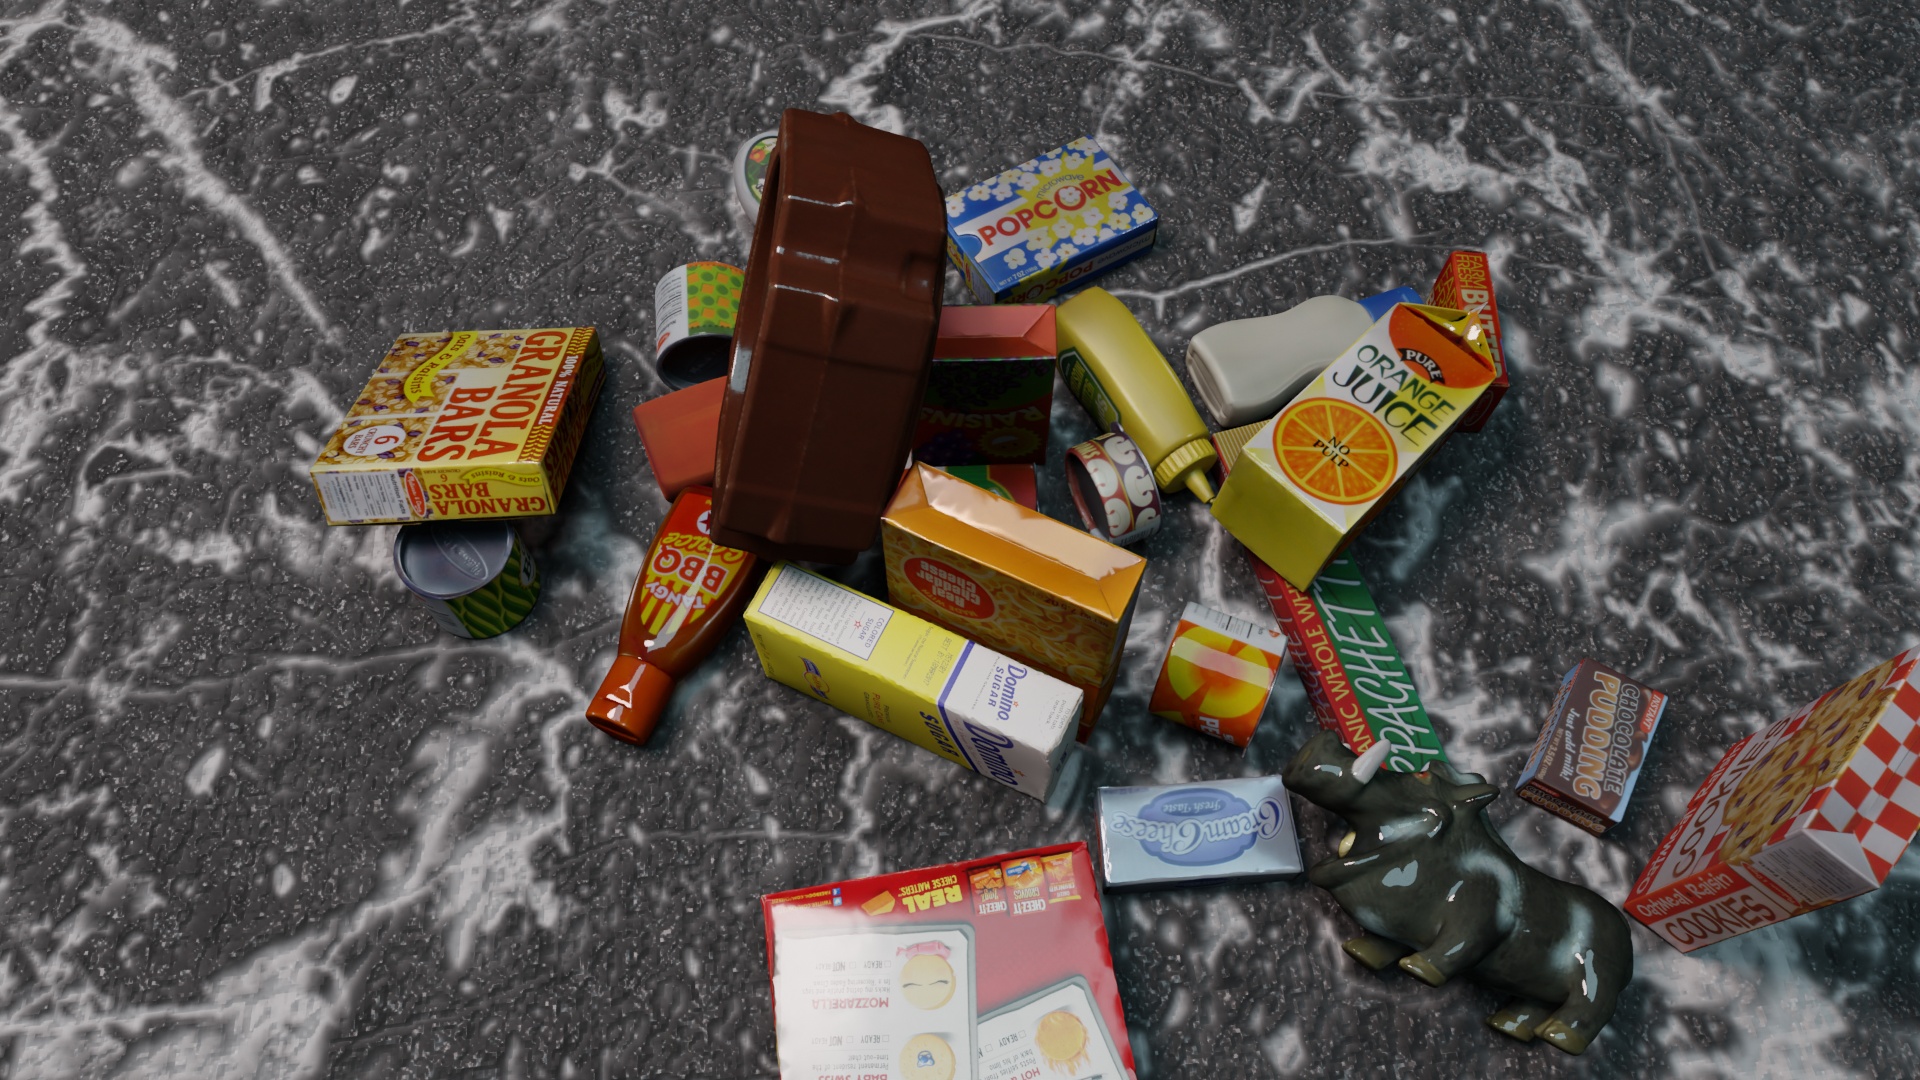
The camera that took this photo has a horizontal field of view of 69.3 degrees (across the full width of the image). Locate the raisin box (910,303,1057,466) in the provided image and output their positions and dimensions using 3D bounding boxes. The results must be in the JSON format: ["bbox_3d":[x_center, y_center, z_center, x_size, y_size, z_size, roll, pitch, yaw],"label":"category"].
[{"bbox_3d":[0.010,-0.088,0.810,0.086,0.123,0.040,-2,64,0],"label":"raisin box"}]

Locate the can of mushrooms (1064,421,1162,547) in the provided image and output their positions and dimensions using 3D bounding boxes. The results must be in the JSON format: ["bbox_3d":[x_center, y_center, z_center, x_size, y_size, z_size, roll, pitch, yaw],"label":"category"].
[{"bbox_3d":[0.088,-0.031,0.811,0.033,0.070,0.071,-21,64,-9],"label":"can of mushrooms"}]

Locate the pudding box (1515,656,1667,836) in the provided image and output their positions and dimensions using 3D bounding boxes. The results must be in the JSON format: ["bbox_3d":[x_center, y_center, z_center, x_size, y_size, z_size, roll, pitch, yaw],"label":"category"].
[{"bbox_3d":[0.344,0.112,0.756,0.050,0.030,0.084,29,66,13],"label":"pudding box"}]

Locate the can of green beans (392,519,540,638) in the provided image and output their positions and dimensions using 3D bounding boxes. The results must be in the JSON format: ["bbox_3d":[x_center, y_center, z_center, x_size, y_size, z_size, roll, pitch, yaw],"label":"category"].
[{"bbox_3d":[-0.280,0.015,0.793,0.071,0.057,0.071,0,62,0],"label":"can of green beans"}]

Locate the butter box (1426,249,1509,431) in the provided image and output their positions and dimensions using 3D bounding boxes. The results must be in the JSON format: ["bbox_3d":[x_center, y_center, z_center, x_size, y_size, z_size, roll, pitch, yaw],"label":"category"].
[{"bbox_3d":[0.316,-0.125,0.868,0.024,0.053,0.104,3,62,0],"label":"butter box"}]

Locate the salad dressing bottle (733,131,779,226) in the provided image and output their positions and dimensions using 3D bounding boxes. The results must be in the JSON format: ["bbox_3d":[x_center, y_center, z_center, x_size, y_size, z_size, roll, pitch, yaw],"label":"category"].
[{"bbox_3d":[-0.095,-0.208,0.918,0.064,0.043,0.148,-31,66,-16],"label":"salad dressing bottle"}]

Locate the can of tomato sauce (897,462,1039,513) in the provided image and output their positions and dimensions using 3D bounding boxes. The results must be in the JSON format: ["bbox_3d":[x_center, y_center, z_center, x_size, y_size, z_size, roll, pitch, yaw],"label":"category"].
[{"bbox_3d":[0.003,-0.010,0.799,0.083,0.071,0.071,-2,62,0],"label":"can of tomato sauce"}]

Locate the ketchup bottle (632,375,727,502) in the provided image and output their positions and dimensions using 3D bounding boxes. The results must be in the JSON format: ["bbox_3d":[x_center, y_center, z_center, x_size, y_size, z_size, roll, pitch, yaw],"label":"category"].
[{"bbox_3d":[-0.120,-0.077,0.849,0.149,0.043,0.065,-21,68,-11],"label":"ketchup bottle"}]

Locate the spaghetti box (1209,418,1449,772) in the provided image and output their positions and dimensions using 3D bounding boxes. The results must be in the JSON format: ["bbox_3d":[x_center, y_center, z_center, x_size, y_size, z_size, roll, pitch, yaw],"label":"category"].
[{"bbox_3d":[0.208,0.041,0.795,0.050,0.028,0.251,-15,63,-7],"label":"spaghetti box"}]

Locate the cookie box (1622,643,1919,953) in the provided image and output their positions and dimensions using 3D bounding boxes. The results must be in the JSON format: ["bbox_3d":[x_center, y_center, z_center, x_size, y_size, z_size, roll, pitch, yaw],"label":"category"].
[{"bbox_3d":[0.403,0.128,0.671,0.040,0.166,0.123,41,69,16],"label":"cookie box"}]

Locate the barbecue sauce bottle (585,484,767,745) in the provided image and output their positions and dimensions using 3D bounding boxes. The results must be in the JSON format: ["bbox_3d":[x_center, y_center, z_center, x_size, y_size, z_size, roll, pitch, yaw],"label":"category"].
[{"bbox_3d":[-0.161,0.042,0.787,0.065,0.043,0.149,20,64,9],"label":"barbecue sauce bottle"}]

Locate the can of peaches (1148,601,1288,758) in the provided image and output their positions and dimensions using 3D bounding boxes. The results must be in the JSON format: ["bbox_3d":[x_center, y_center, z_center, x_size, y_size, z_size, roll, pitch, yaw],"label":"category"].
[{"bbox_3d":[0.139,0.075,0.757,0.058,0.071,0.071,21,64,11],"label":"can of peaches"}]

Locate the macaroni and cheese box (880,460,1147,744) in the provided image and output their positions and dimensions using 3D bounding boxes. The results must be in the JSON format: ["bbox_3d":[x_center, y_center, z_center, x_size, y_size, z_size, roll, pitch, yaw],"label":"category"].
[{"bbox_3d":[0.025,0.037,0.720,0.124,0.165,0.040,24,65,12],"label":"macaroni and cheese box"}]

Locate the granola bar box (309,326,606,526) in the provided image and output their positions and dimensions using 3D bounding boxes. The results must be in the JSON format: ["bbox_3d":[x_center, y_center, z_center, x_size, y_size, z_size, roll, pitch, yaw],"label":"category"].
[{"bbox_3d":[-0.285,-0.070,0.809,0.124,0.038,0.166,-3,34,-1],"label":"granola bar box"}]

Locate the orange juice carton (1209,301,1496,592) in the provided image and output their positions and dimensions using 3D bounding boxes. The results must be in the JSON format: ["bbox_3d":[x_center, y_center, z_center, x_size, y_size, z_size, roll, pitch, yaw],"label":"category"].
[{"bbox_3d":[0.236,-0.066,0.797,0.073,0.071,0.193,42,64,16],"label":"orange juice carton"}]

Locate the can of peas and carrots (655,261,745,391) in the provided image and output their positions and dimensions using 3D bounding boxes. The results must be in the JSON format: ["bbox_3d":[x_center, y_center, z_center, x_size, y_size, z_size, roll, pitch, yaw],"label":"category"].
[{"bbox_3d":[-0.155,-0.131,0.867,0.071,0.070,0.059,-7,62,-3],"label":"can of peas and carrots"}]

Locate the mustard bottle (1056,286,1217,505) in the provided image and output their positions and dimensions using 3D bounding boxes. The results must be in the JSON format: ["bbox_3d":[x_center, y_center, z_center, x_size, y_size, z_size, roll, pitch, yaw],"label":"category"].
[{"bbox_3d":[0.111,-0.078,0.840,0.049,0.065,0.160,-30,70,-12],"label":"mustard bottle"}]

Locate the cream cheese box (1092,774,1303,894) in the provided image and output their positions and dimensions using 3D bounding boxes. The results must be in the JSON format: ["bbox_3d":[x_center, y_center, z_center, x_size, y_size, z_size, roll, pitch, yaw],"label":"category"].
[{"bbox_3d":[0.124,0.156,0.736,0.104,0.024,0.053,-4,63,-2],"label":"cream cheese box"}]

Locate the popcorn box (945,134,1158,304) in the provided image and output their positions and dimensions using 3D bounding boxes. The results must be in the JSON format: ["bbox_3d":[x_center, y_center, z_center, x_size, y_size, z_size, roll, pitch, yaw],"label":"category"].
[{"bbox_3d":[0.055,-0.208,0.921,0.127,0.038,0.085,-27,67,-14],"label":"popcorn box"}]

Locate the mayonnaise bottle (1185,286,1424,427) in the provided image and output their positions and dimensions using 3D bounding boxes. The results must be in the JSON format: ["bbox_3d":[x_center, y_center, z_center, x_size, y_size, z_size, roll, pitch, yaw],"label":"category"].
[{"bbox_3d":[0.220,-0.121,0.874,0.148,0.041,0.065,-19,65,-11],"label":"mayonnaise bottle"}]
